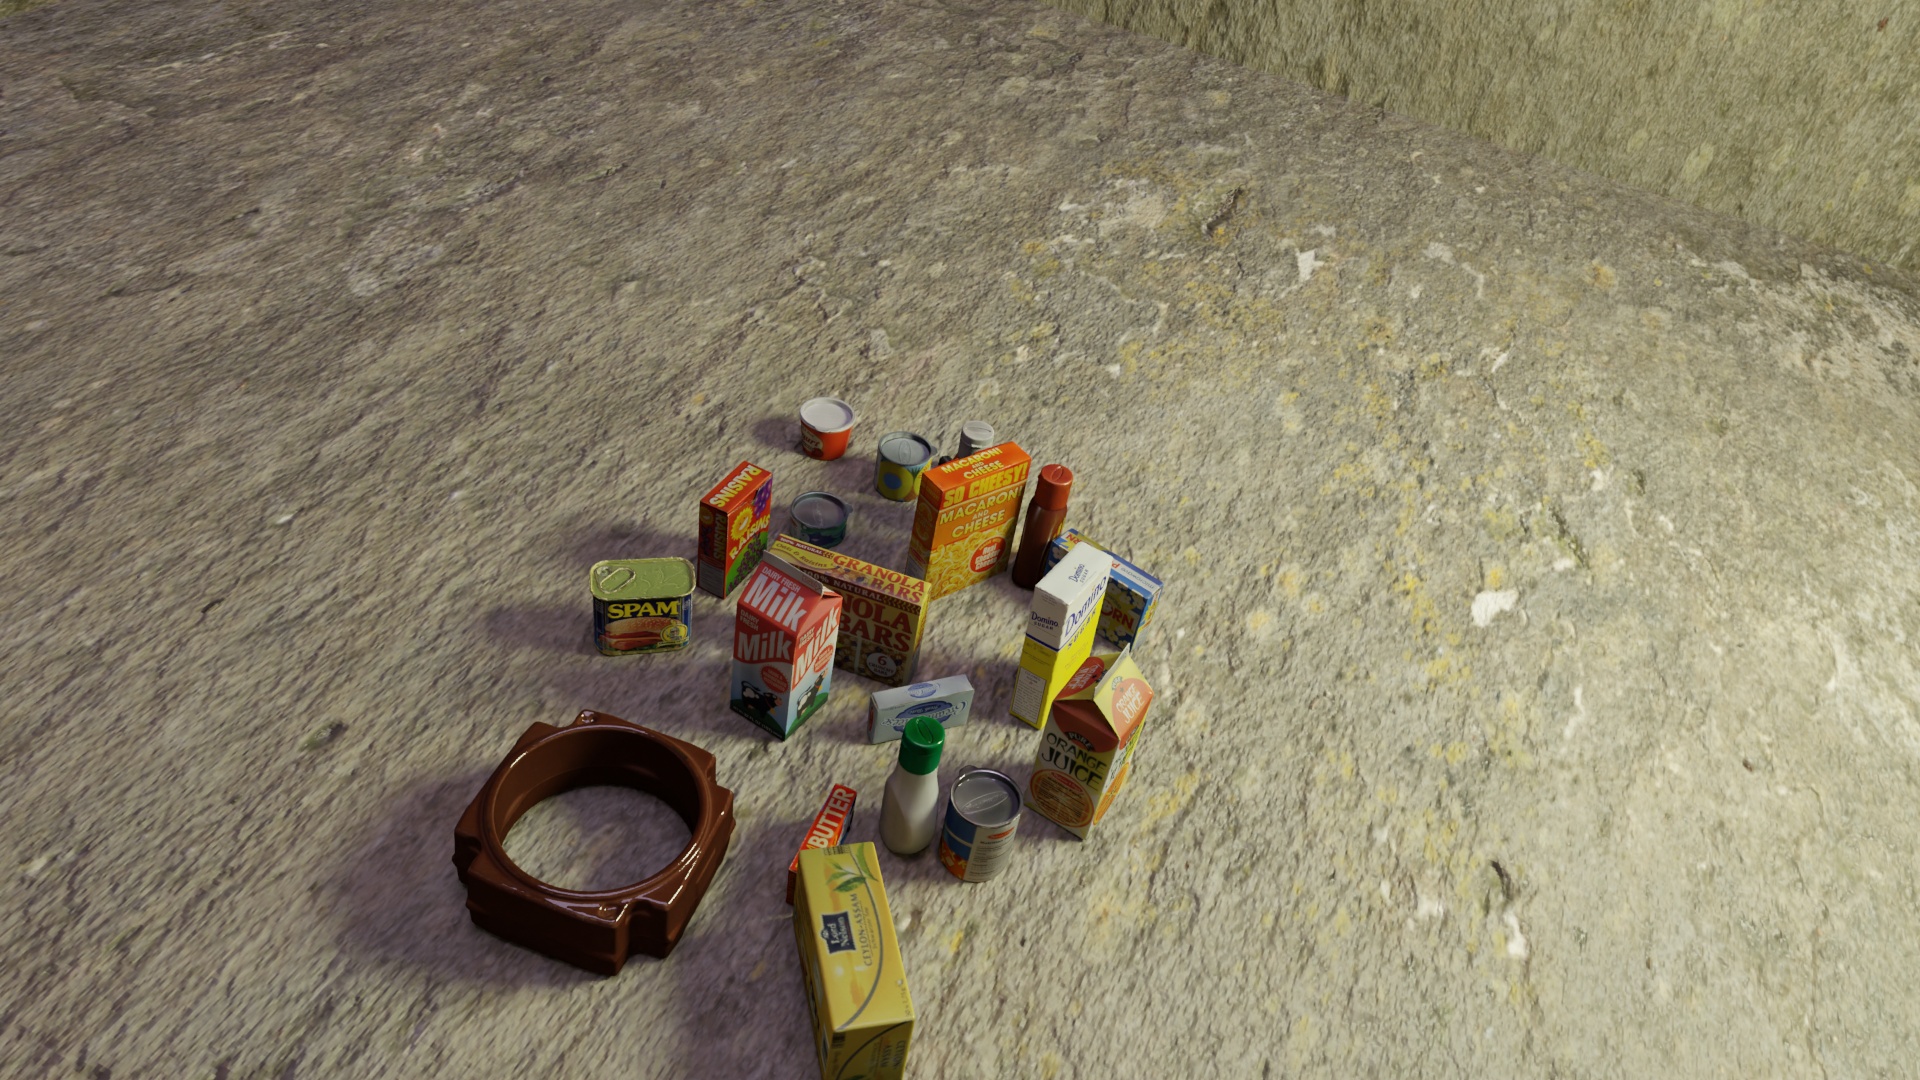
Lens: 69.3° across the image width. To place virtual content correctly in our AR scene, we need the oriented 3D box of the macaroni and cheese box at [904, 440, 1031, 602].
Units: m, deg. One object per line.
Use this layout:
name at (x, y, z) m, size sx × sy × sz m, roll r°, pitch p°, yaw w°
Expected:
macaroni and cheese box at (0.005, -0.019, 1.508) m, size 0.124 × 0.165 × 0.040 m, roll -21°, pitch 50°, yaw -32°

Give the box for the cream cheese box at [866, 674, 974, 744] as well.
cream cheese box at (-0.040, 0.166, 1.371) m, size 0.104 × 0.053 × 0.024 m, roll -9°, pitch 45°, yaw -23°

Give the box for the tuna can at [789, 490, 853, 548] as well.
tuna can at (-0.159, -0.023, 1.578) m, size 0.071 × 0.032 × 0.071 m, roll 6°, pitch 41°, yaw -5°

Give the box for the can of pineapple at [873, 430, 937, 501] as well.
can of pineapple at (-0.067, -0.088, 1.654) m, size 0.071 × 0.057 × 0.071 m, roll 6°, pitch 41°, yaw -5°

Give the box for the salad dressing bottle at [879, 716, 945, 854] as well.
salad dressing bottle at (-0.041, 0.219, 1.238) m, size 0.044 × 0.146 × 0.064 m, roll -11°, pitch 45°, yaw -24°

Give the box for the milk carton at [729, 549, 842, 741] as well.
milk carton at (-0.166, 0.094, 1.321) m, size 0.072 × 0.189 × 0.074 m, roll 28°, pitch 43°, yaw 19°

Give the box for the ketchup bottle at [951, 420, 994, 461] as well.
ketchup bottle at (0.009, -0.066, 1.577) m, size 0.065 × 0.148 × 0.044 m, roll 8°, pitch 40°, yaw -4°

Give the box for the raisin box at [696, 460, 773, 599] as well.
raisin box at (-0.240, -0.011, 1.476) m, size 0.040 × 0.122 × 0.086 m, roll 24°, pitch 42°, yaw 15°

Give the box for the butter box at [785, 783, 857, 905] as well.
butter box at (-0.123, 0.271, 1.231) m, size 0.024 × 0.052 × 0.104 m, roll 19°, pitch 41°, yaw 9°

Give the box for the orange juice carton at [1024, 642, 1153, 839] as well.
orange juice carton at (0.120, 0.181, 1.284) m, size 0.073 × 0.191 × 0.072 m, roll 28°, pitch 43°, yaw 19°

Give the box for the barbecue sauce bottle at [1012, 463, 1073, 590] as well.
barbecue sauce bottle at (0.092, -0.017, 1.539) m, size 0.044 × 0.147 × 0.065 m, roll 22°, pitch 42°, yaw 12°

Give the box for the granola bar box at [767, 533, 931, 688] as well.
granola bar box at (-0.118, 0.073, 1.406) m, size 0.166 × 0.123 × 0.039 m, roll 18°, pitch 41°, yaw 8°

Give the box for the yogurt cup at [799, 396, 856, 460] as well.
yogurt cup at (-0.163, -0.134, 1.689) m, size 0.072 × 0.053 × 0.073 m, roll 6°, pitch 41°, yaw -5°

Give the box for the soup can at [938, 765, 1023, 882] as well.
soup can at (0.016, 0.256, 1.257) m, size 0.071 × 0.083 × 0.072 m, roll 6°, pitch 41°, yaw -5°

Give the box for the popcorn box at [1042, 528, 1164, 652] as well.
popcorn box at (0.153, 0.054, 1.519) m, size 0.127 × 0.084 × 0.038 m, roll 32°, pitch 45°, yaw 23°
